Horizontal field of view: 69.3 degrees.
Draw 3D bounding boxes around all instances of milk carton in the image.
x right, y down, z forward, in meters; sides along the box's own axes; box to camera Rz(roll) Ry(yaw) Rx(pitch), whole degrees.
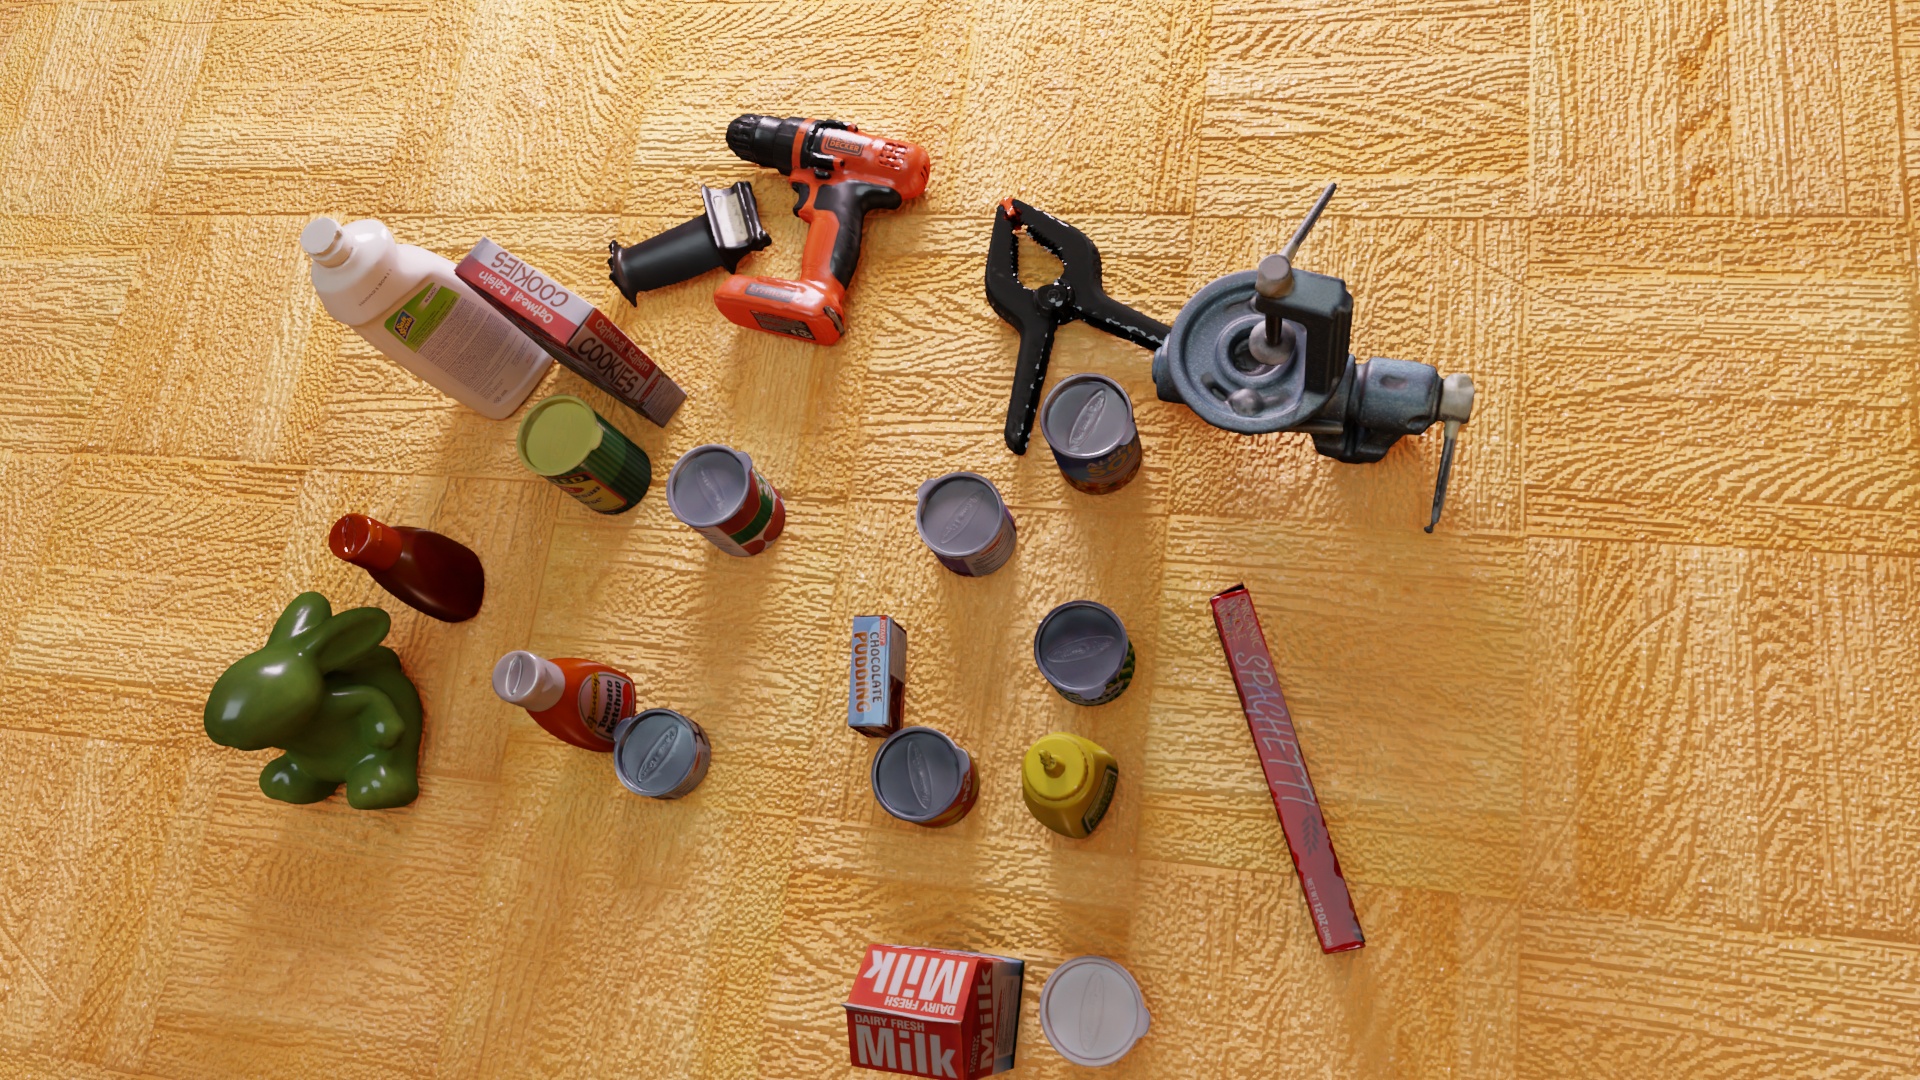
[{"bbox_3d":[-0.015,0.295,0.871,0.072,0.190,0.073,3,74,14],"label":"milk carton"}]

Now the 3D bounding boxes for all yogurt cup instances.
[{"bbox_3d":[0.089,0.309,0.915,0.072,0.054,0.072,-4,72,12],"label":"yogurt cup"}]

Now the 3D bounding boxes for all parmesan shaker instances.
[{"bbox_3d":[-0.292,-0.065,1.098,0.071,0.103,0.071,-4,72,12],"label":"parmesan shaker"}]

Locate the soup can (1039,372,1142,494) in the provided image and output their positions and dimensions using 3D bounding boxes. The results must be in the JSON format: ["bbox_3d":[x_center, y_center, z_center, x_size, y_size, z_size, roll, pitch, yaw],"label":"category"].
[{"bbox_3d":[0.100,-0.075,1.021,0.071,0.083,0.071,-4,72,12],"label":"soup can"}]

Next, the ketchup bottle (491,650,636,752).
[{"bbox_3d":[-0.288,0.114,1.015,0.043,0.148,0.065,2,74,14],"label":"ketchup bottle"}]

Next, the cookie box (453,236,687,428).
[{"bbox_3d":[-0.304,-0.160,1.096,0.123,0.167,0.040,32,83,20],"label":"cookie box"}]

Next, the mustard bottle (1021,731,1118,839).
[{"bbox_3d":[0.069,0.157,0.912,0.049,0.160,0.065,22,79,19],"label":"mustard bottle"}]

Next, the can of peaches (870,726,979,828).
[{"bbox_3d":[-0.022,0.168,0.984,0.071,0.058,0.071,-4,72,12],"label":"can of peaches"}]

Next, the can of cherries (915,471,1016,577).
[{"bbox_3d":[0.004,-0.013,1.036,0.071,0.058,0.071,-4,72,12],"label":"can of cherries"}]

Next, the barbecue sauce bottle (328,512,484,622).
[{"bbox_3d":[-0.427,0.017,1.078,0.043,0.148,0.065,-12,71,9],"label":"barbecue sauce bottle"}]

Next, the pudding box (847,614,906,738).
[{"bbox_3d":[-0.060,0.100,1.019,0.030,0.049,0.084,-3,72,12],"label":"pudding box"}]

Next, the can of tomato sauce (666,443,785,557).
[{"bbox_3d":[-0.178,-0.031,1.071,0.071,0.083,0.071,-4,72,12],"label":"can of tomato sauce"}]

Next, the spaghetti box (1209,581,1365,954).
[{"bbox_3d":[0.218,0.152,0.938,0.028,0.050,0.251,-18,70,7],"label":"spaghetti box"}]

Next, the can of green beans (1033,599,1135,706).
[{"bbox_3d":[0.089,0.081,0.987,0.071,0.057,0.071,-4,72,12],"label":"can of green beans"}]

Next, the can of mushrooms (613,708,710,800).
[{"bbox_3d":[-0.226,0.160,1.047,0.071,0.033,0.071,-4,72,12],"label":"can of mushrooms"}]
